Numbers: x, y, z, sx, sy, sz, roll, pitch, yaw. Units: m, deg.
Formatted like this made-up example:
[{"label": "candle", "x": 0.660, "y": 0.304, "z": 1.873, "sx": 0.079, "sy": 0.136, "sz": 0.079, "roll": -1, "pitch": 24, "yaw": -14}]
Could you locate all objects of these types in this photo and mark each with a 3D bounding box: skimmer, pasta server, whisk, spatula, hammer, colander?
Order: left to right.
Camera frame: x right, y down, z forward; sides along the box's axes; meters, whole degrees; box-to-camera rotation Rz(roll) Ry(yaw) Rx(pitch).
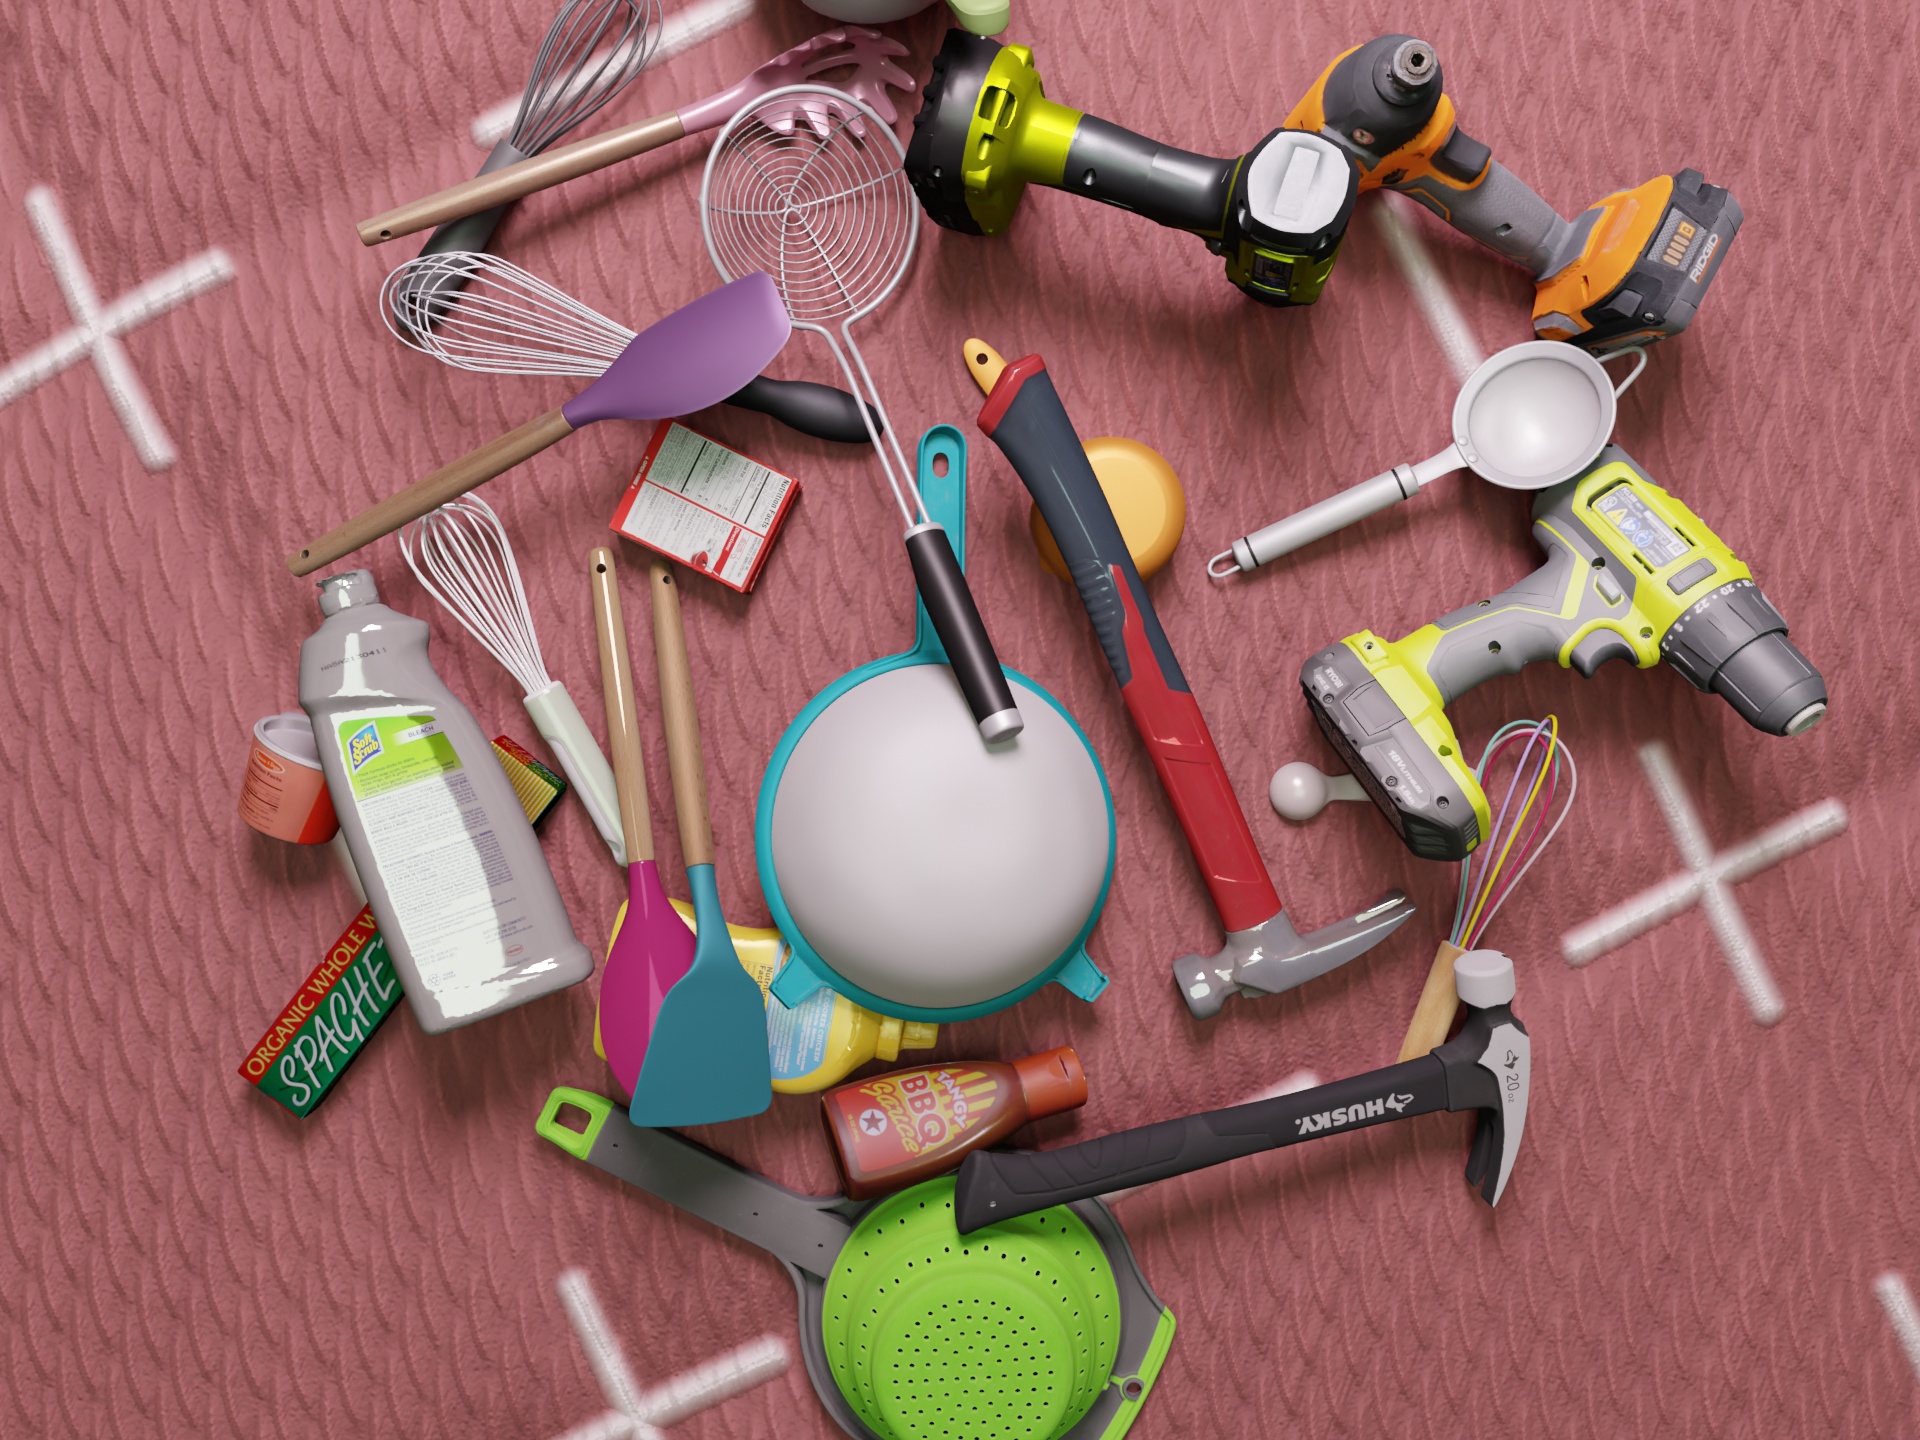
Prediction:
[{"label": "whisk", "x": -0.248, "y": -0.319, "z": 0.900, "sx": 0.055, "sy": 0.055, "sz": 0.239, "roll": 37, "pitch": 97, "yaw": -2}, {"label": "spatula", "x": -0.232, "y": -0.150, "z": 0.858, "sx": 0.316, "sy": 0.018, "sz": 0.060, "roll": -25, "pitch": 76, "yaw": 11}, {"label": "whisk", "x": -0.245, "y": -0.023, "z": 0.913, "sx": 0.059, "sy": 0.058, "sz": 0.246, "roll": -33, "pitch": 98, "yaw": -33}, {"label": "pasta server", "x": -0.179, "y": -0.318, "z": 0.879, "sx": 0.316, "sy": 0.060, "sz": 0.040, "roll": -22, "pitch": 53, "yaw": -7}, {"label": "whisk", "x": -0.180, "y": -0.204, "z": 0.893, "sx": 0.284, "sy": 0.070, "sz": 0.070, "roll": 14, "pitch": 93, "yaw": -10}, {"label": "spatula", "x": -0.154, "y": 0.060, "z": 0.883, "sx": 0.082, "sy": 0.044, "sz": 0.318, "roll": 2, "pitch": 68, "yaw": -32}, {"label": "colander", "x": -0.066, "y": 0.317, "z": 0.904, "sx": 0.397, "sy": 0.094, "sz": 0.204, "roll": 26, "pitch": 93, "yaw": -1}, {"label": "skimmer", "x": -0.036, "y": -0.165, "z": 0.843, "sx": 0.127, "sy": 0.090, "sz": 0.363, "roll": -16, "pitch": 73, "yaw": -20}, {"label": "hammer", "x": 0.121, "y": -0.024, "z": 0.878, "sx": 0.143, "sy": 0.038, "sz": 0.386, "roll": -24, "pitch": 104, "yaw": 3}, {"label": "hammer", "x": 0.159, "y": 0.235, "z": 0.893, "sx": 0.334, "sy": 0.035, "sz": 0.146, "roll": -13, "pitch": 106, "yaw": -6}, {"label": "whisk", "x": 0.296, "y": 0.111, "z": 0.918, "sx": 0.051, "sy": 0.047, "sz": 0.245, "roll": 16, "pitch": 97, "yaw": -23}]

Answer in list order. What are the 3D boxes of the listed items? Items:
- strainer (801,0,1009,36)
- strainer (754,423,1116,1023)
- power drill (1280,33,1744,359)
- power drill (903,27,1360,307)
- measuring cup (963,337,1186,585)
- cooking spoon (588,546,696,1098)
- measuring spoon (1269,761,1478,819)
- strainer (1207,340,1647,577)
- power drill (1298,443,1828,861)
[{"label": "strainer", "x": -0.026, "y": -0.388, "z": 0.830, "sx": 0.151, "sy": 0.257, "sz": 0.069, "roll": -17, "pitch": 137, "yaw": -10}, {"label": "strainer", "x": -0.001, "y": -0.003, "z": 0.870, "sx": 0.211, "sy": 0.095, "sz": 0.340, "roll": 1, "pitch": 85, "yaw": -14}, {"label": "power drill", "x": 0.286, "y": -0.282, "z": 0.841, "sx": 0.226, "sy": 0.164, "sz": 0.084, "roll": 27, "pitch": 92, "yaw": -3}, {"label": "power drill", "x": 0.094, "y": -0.281, "z": 0.848, "sx": 0.223, "sy": 0.171, "sz": 0.080, "roll": 19, "pitch": 93, "yaw": 8}, {"label": "measuring cup", "x": 0.058, "y": -0.150, "z": 0.901, "sx": 0.095, "sy": 0.052, "sz": 0.173, "roll": -39, "pitch": 94, "yaw": 2}, {"label": "cooking spoon", "x": -0.183, "y": 0.055, "z": 0.894, "sx": 0.068, "sy": 0.017, "sz": 0.319, "roll": -9, "pitch": 79, "yaw": -6}, {"label": "measuring spoon", "x": 0.243, "y": 0.038, "z": 0.928, "sx": 0.124, "sy": 0.018, "sz": 0.034, "roll": -4, "pitch": 93, "yaw": -1}, {"label": "strainer", "x": 0.259, "y": -0.139, "z": 0.898, "sx": 0.258, "sy": 0.050, "sz": 0.087, "roll": -24, "pitch": 67, "yaw": 13}, {"label": "power drill", "x": 0.322, "y": -0.025, "z": 0.863, "sx": 0.228, "sy": 0.080, "sz": 0.191, "roll": -33, "pitch": 58, "yaw": 4}]
